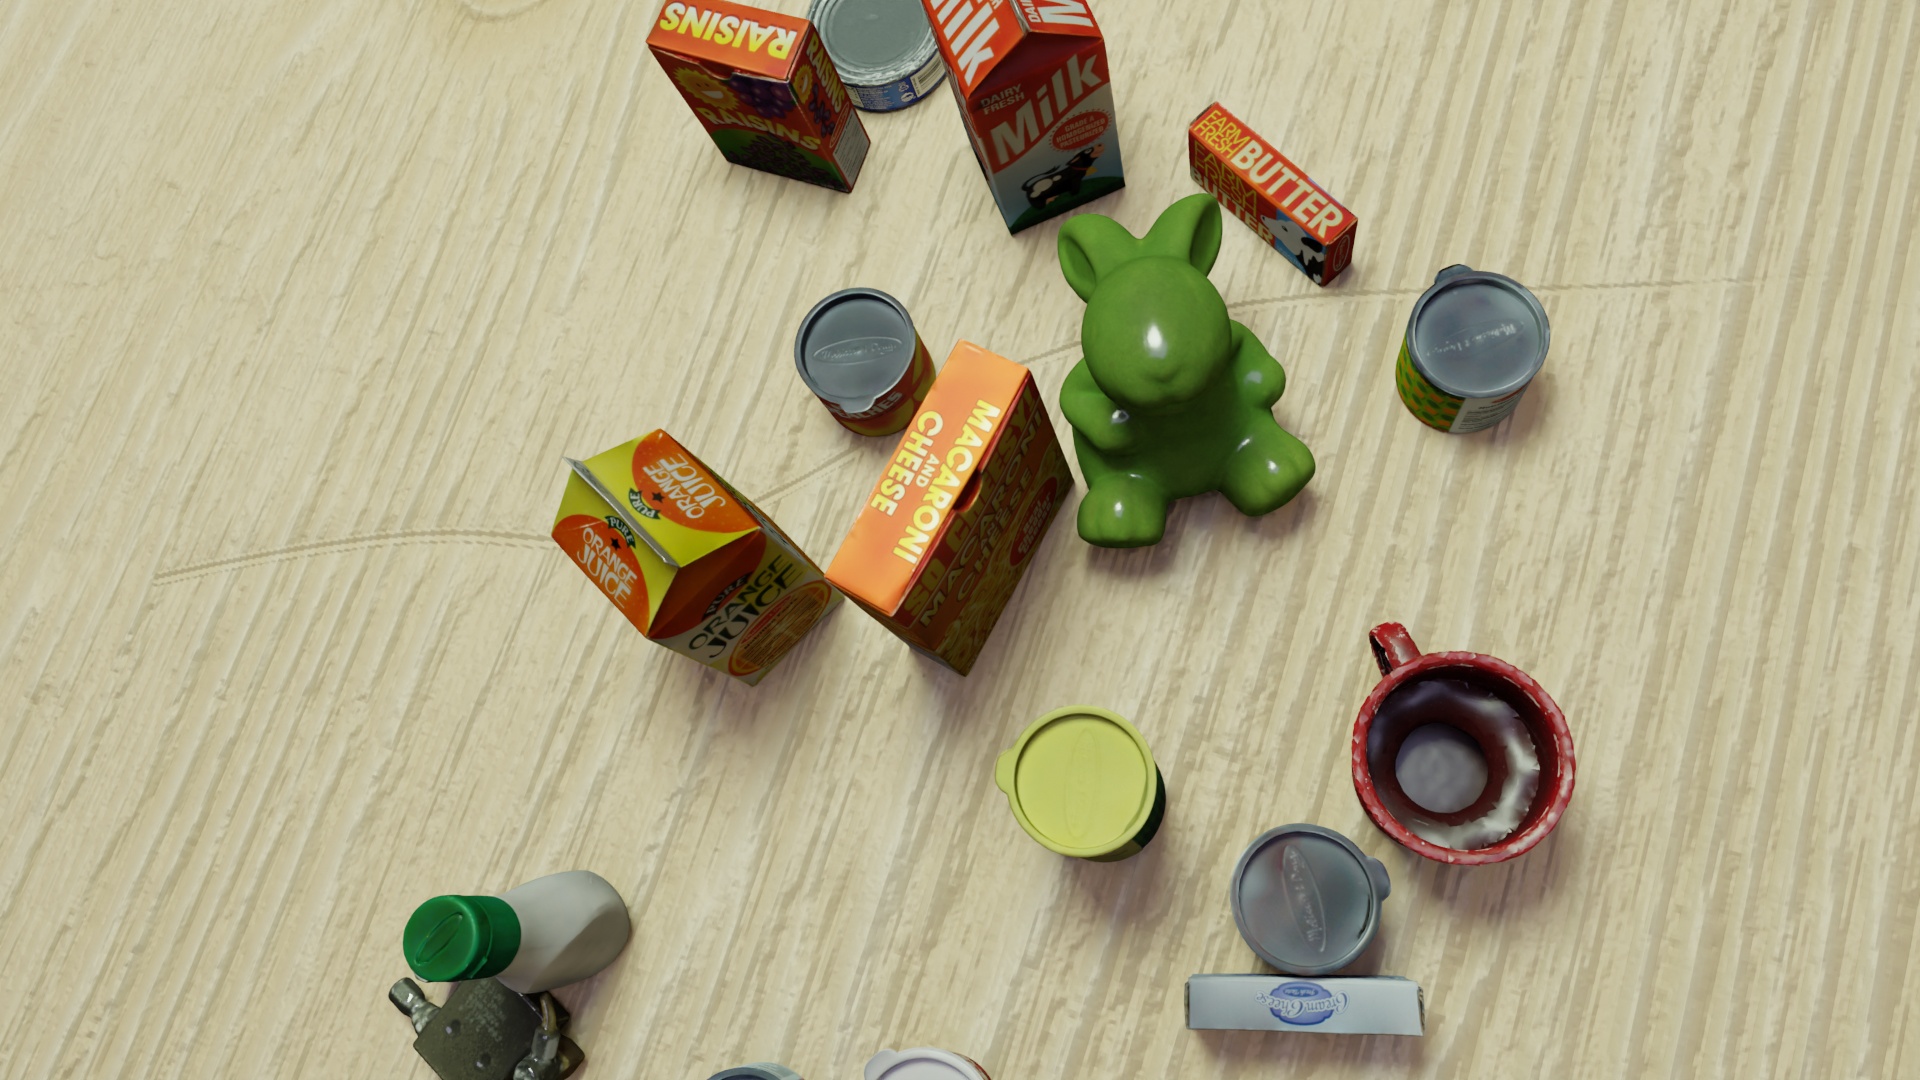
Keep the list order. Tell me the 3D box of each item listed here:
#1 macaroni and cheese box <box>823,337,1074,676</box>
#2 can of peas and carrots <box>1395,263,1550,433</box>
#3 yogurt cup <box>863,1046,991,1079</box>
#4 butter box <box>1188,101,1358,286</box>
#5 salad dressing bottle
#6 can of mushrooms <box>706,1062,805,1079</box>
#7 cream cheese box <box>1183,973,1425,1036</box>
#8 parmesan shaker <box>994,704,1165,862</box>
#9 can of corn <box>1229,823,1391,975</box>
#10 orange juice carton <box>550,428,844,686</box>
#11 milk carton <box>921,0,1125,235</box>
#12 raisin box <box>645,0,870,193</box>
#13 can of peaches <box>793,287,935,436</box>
[{"bbox_3d":[0.002,-0.008,0.666,0.040,0.166,0.124,27,82,16],"label":"macaroni and cheese box"},{"bbox_3d":[0.254,-0.095,0.698,0.071,0.058,0.071,-3,75,10],"label":"can of peas and carrots"},{"bbox_3d":[-0.012,0.272,0.653,0.072,0.054,0.072,-3,75,10],"label":"yogurt cup"},{"bbox_3d":[0.165,-0.184,0.742,0.024,0.053,0.103,-43,72,-2],"label":"butter box"},{"bbox_3d":[-0.209,0.188,0.663,0.044,0.147,0.064,41,86,17],"label":"salad dressing bottle"},{"bbox_3d":[-0.101,0.292,0.675,0.071,0.033,0.071,-3,75,10],"label":"can of mushrooms"},{"bbox_3d":[0.156,0.212,0.638,0.104,0.053,0.024,-2,76,10],"label":"cream cheese box"},{"bbox_3d":[0.059,0.116,0.655,0.071,0.103,0.071,-3,75,10],"label":"parmesan shaker"},{"bbox_3d":[0.161,0.166,0.646,0.071,0.058,0.071,-3,75,10],"label":"can of corn"},{"bbox_3d":[-0.128,0.009,0.672,0.073,0.192,0.072,-45,72,-3],"label":"orange juice carton"},{"bbox_3d":[0.032,-0.239,0.709,0.073,0.190,0.072,-23,73,4],"label":"milk carton"},{"bbox_3d":[-0.109,-0.247,0.773,0.086,0.123,0.040,19,80,15],"label":"raisin box"},{"bbox_3d":[-0.051,-0.093,0.755,0.071,0.058,0.071,-3,75,10],"label":"can of peaches"}]
